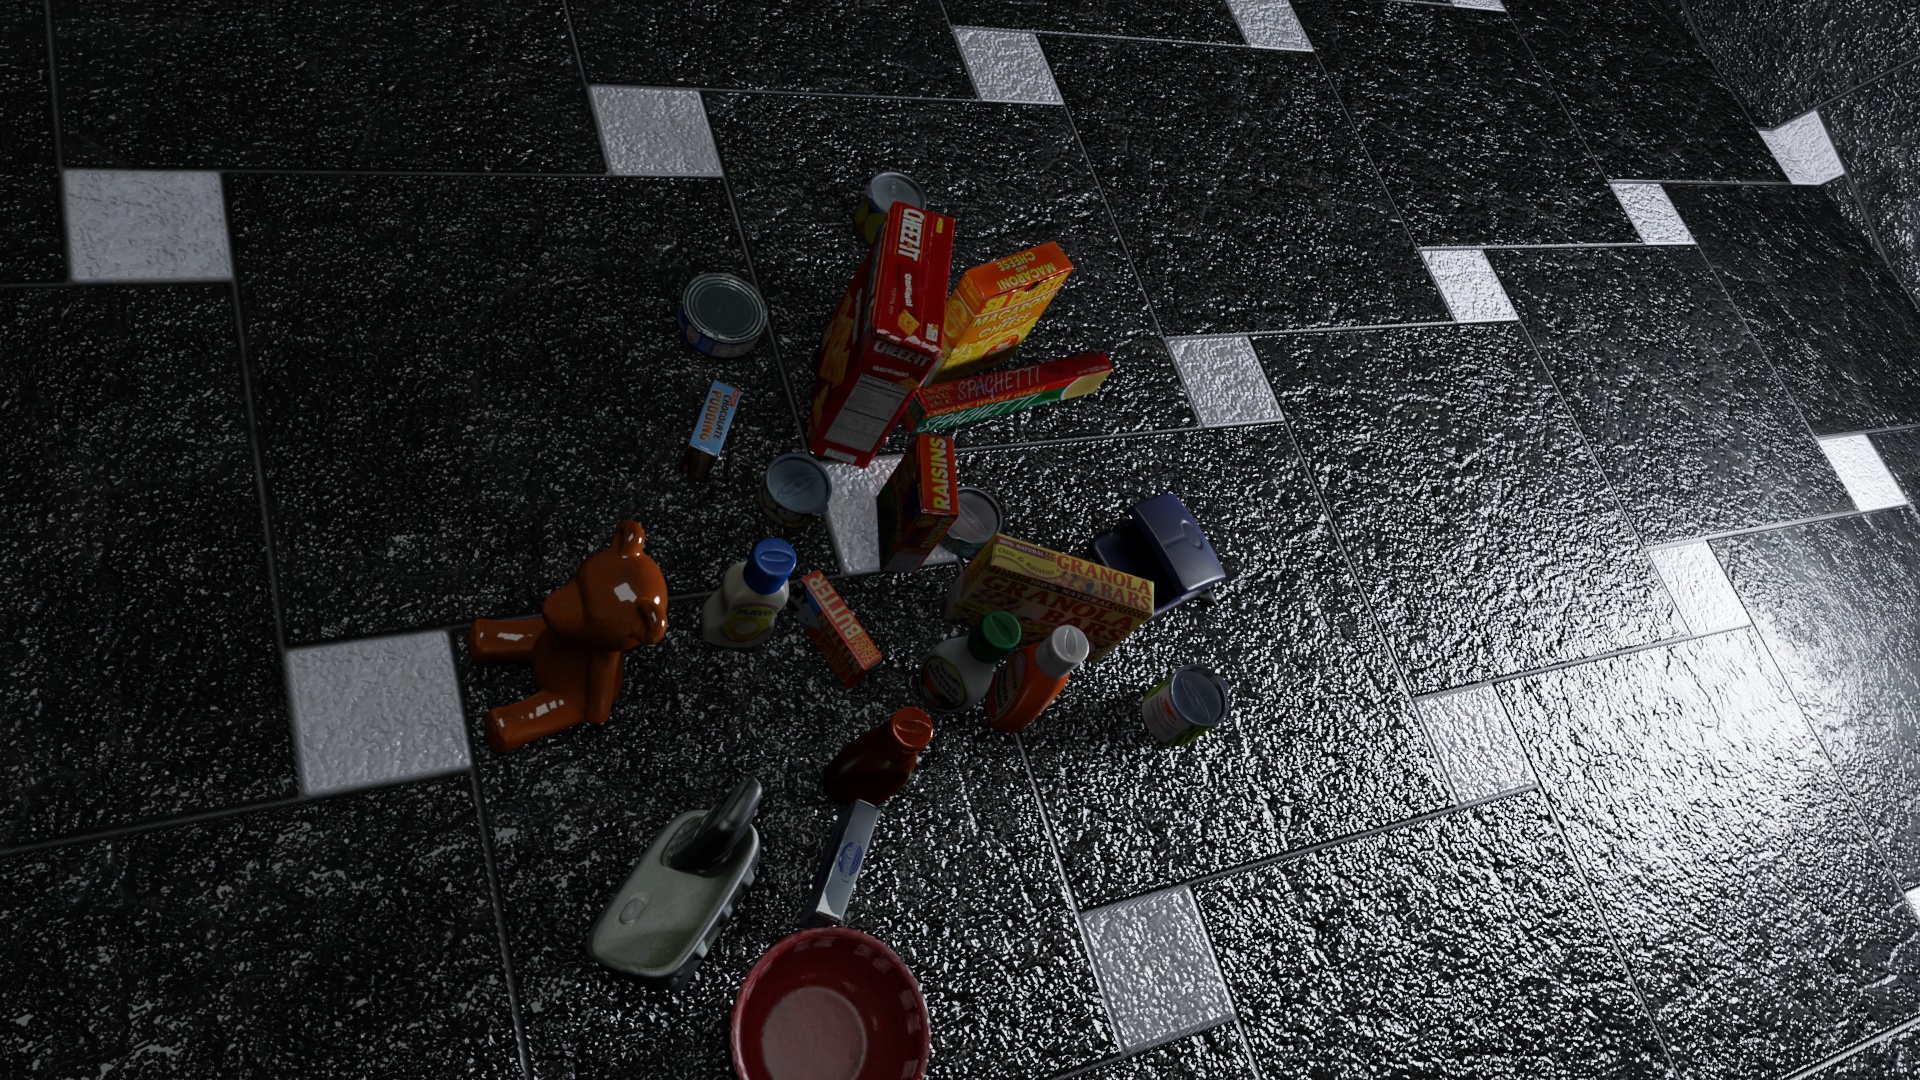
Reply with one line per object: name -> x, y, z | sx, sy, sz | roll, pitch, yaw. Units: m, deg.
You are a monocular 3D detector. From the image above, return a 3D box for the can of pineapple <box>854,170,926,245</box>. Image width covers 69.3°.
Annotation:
can of pineapple -> -0.080, -0.365, 1.535 | 0.071, 0.057, 0.071 | 11, 59, -19

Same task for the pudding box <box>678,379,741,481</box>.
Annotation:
pudding box -> -0.237, -0.105, 1.319 | 0.030, 0.049, 0.084 | 22, 56, -12

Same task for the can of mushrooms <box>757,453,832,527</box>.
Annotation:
can of mushrooms -> -0.158, -0.046, 1.332 | 0.071, 0.033, 0.071 | 11, 59, -19

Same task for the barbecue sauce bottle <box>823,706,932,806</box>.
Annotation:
barbecue sauce bottle -> -0.066, 0.184, 1.173 | 0.065, 0.147, 0.044 | 8, 60, -21

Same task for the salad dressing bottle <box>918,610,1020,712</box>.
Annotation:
salad dressing bottle -> 0.009, 0.108, 1.250 | 0.044, 0.147, 0.064 | -30, 78, -34

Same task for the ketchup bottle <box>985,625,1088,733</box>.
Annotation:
ketchup bottle -> 0.070, 0.123, 1.269 | 0.043, 0.148, 0.065 | 13, 58, -18

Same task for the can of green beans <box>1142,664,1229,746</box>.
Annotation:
can of green beans -> 0.221, 0.164, 1.371 | 0.071, 0.057, 0.071 | 11, 59, -19

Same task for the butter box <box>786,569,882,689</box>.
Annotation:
butter box -> -0.116, 0.081, 1.267 | 0.024, 0.053, 0.103 | -30, 78, -34

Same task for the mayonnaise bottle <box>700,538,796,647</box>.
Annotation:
mayonnaise bottle -> -0.180, 0.047, 1.199 | 0.065, 0.147, 0.041 | 4, 61, -23

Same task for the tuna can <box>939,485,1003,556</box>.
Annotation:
tuna can -> 0.005, -0.017, 1.391 | 0.071, 0.032, 0.071 | 11, 59, -19

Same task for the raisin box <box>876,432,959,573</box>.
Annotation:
raisin box -> -0.043, -0.034, 1.323 | 0.040, 0.122, 0.086 | 8, 60, -21

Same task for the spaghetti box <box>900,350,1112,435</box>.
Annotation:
spaghetti box -> 0.051, -0.159, 1.482 | 0.251, 0.050, 0.029 | -16, 70, -31

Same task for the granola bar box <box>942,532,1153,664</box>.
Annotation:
granola bar box -> 0.083, 0.057, 1.328 | 0.165, 0.123, 0.039 | 17, 57, -15

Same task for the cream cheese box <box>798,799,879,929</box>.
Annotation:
cream cheese box -> -0.101, 0.274, 1.164 | 0.024, 0.053, 0.104 | 26, 55, -9

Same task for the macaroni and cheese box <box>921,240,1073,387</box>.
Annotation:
macaroni and cheese box -> 0.031, -0.231, 1.442 | 0.124, 0.165, 0.040 | -26, 76, -33
